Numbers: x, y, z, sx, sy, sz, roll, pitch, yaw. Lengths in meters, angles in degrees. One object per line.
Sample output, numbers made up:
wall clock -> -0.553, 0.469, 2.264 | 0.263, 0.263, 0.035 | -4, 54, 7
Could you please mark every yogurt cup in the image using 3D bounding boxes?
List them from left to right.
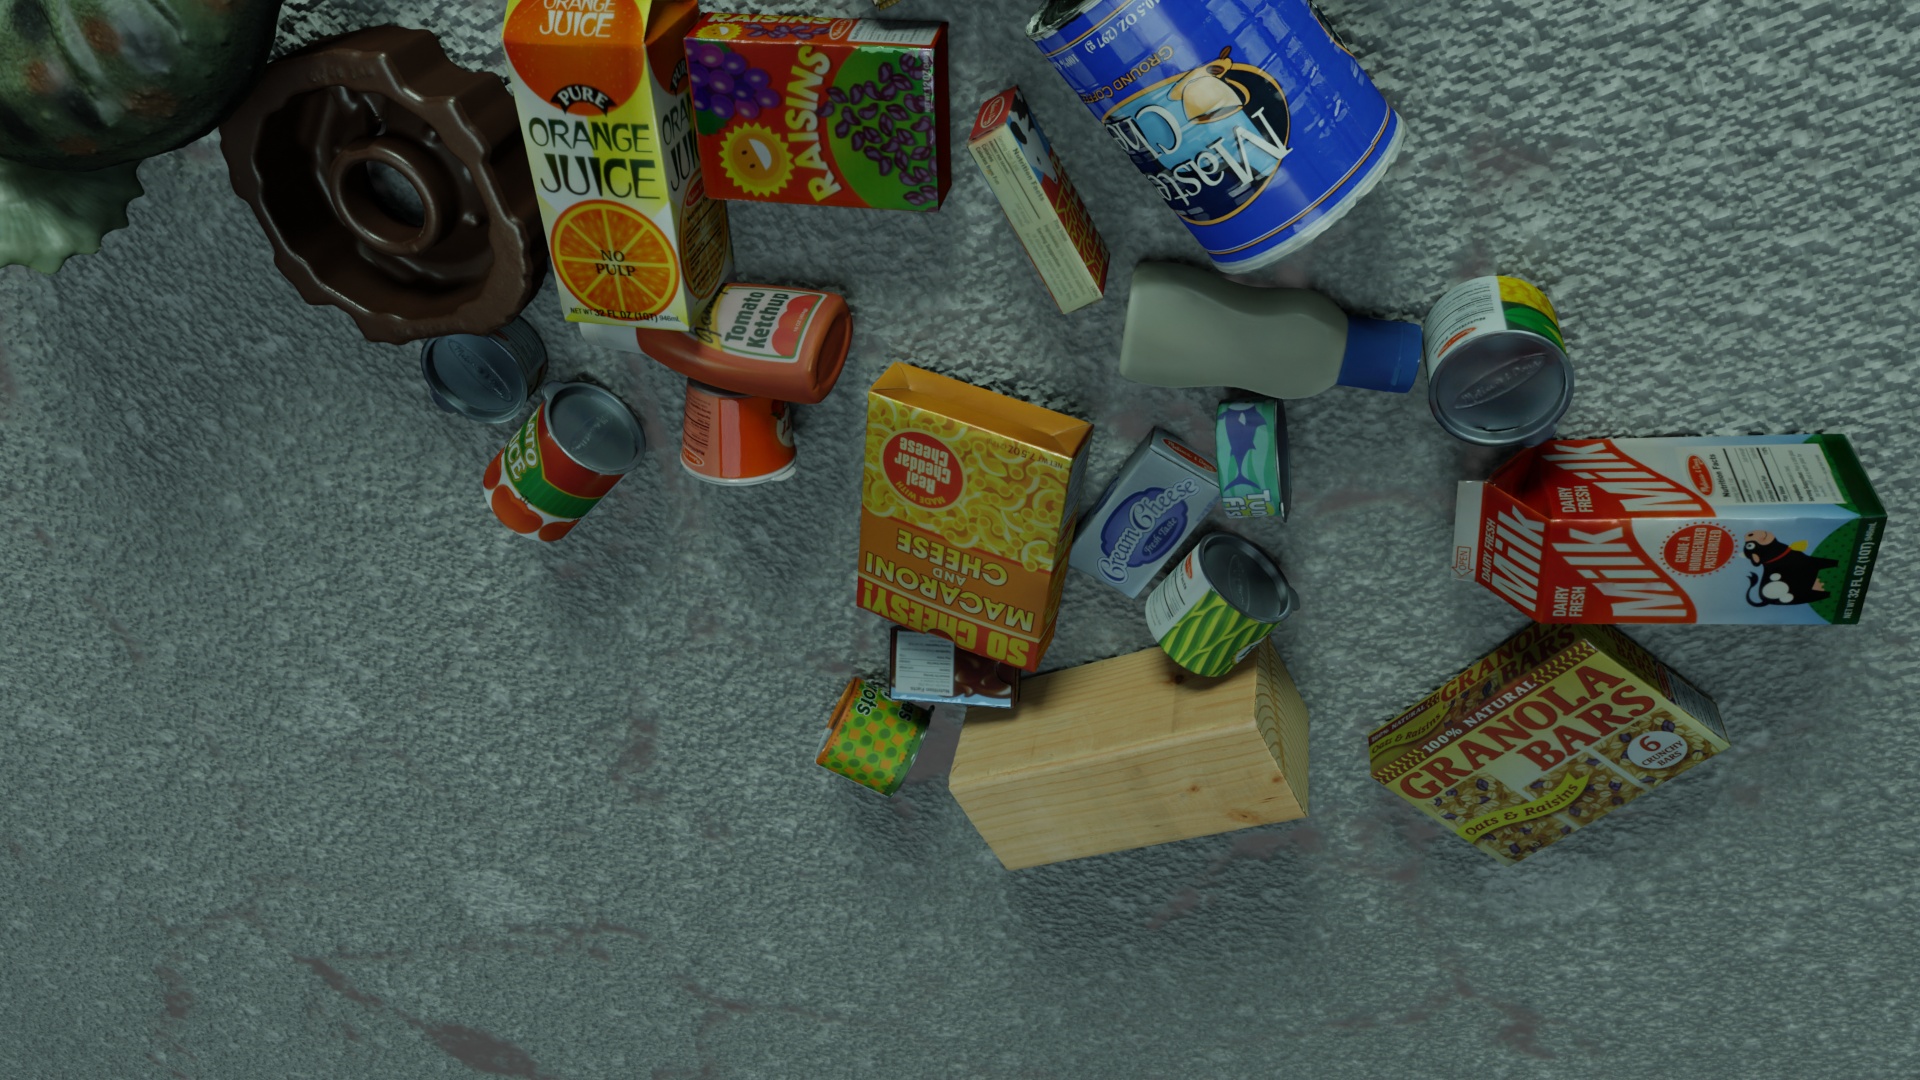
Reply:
yogurt cup -> -0.129, -0.070, 0.801 | 0.072, 0.073, 0.053 | 8, 122, 8

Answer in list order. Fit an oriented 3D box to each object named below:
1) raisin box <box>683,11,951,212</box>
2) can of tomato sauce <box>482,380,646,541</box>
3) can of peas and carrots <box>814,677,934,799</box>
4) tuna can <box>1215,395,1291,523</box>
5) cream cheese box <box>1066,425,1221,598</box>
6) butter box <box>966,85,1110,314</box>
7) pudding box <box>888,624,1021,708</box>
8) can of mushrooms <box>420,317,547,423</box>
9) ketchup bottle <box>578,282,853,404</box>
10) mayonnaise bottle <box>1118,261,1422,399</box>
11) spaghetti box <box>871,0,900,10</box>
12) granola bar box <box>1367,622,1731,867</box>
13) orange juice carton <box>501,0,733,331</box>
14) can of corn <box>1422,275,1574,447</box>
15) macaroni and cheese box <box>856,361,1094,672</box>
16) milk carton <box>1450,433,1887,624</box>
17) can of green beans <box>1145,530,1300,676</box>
raisin box -> -0.068, -0.212, 0.687 | 0.123, 0.040, 0.085 | 5, 130, 8
can of tomato sauce -> -0.243, -0.048, 0.844 | 0.071, 0.071, 0.082 | 39, 127, -18
can of peas and carrots -> -0.059, 0.132, 0.946 | 0.059, 0.071, 0.070 | 26, 130, -7
tuna can -> 0.158, -0.043, 0.747 | 0.033, 0.071, 0.070 | -4, 127, 19
cream cheese box -> 0.107, -0.014, 0.812 | 0.053, 0.024, 0.103 | 29, 129, -8
butter box -> 0.040, -0.167, 0.687 | 0.024, 0.053, 0.103 | -21, 121, 24
pudding box -> -0.003, 0.081, 0.899 | 0.084, 0.030, 0.049 | 2, 92, 12
can of mushrooms -> -0.286, -0.105, 0.831 | 0.071, 0.034, 0.070 | 7, 130, 8
ketchup bottle -> -0.138, -0.115, 0.770 | 0.149, 0.065, 0.043 | 11, 149, 17
mayonnaise bottle -> 0.159, -0.104, 0.717 | 0.148, 0.041, 0.064 | 9, 131, 6
spaghetti box -> -0.075, -0.350, 0.583 | 0.050, 0.029, 0.249 | -18, 122, 26
granola bar box -> 0.354, 0.122, 0.851 | 0.124, 0.039, 0.164 | 33, 129, -14
orange juice carton -> -0.169, -0.207, 0.694 | 0.072, 0.073, 0.191 | 6, 129, 10
can of corn -> 0.267, -0.088, 0.691 | 0.071, 0.058, 0.070 | 7, 129, 8
macaroni and cheese box -> 0.003, -0.010, 0.816 | 0.124, 0.040, 0.165 | 19, 131, 15
milk carton -> 0.358, -0.005, 0.725 | 0.190, 0.074, 0.072 | 0, 128, 14
can of green beans -> 0.151, 0.038, 0.816 | 0.071, 0.071, 0.057 | 29, 130, -10
